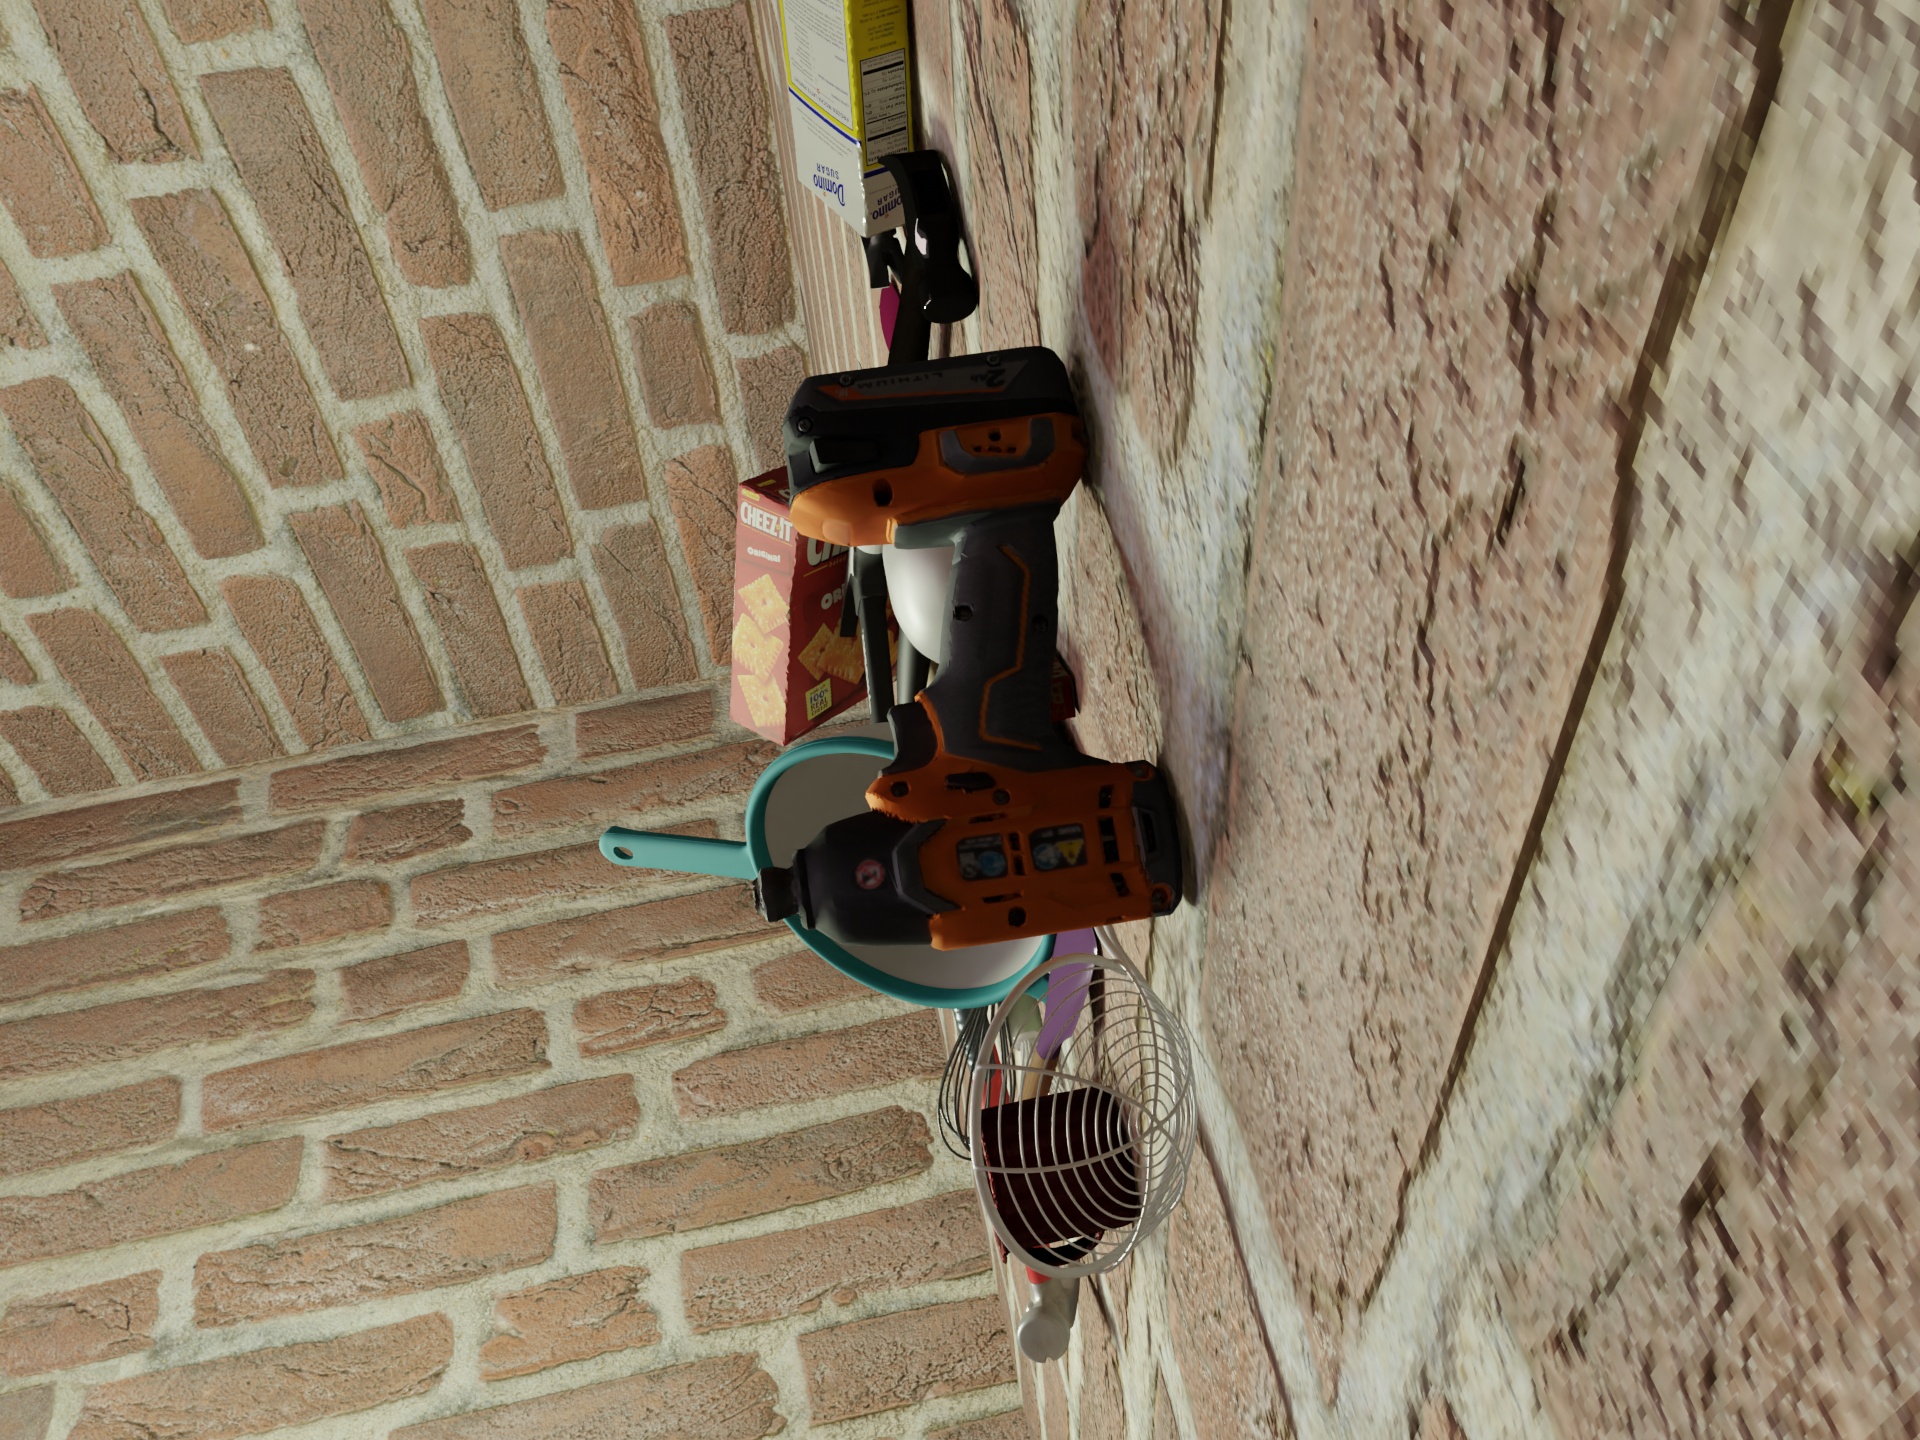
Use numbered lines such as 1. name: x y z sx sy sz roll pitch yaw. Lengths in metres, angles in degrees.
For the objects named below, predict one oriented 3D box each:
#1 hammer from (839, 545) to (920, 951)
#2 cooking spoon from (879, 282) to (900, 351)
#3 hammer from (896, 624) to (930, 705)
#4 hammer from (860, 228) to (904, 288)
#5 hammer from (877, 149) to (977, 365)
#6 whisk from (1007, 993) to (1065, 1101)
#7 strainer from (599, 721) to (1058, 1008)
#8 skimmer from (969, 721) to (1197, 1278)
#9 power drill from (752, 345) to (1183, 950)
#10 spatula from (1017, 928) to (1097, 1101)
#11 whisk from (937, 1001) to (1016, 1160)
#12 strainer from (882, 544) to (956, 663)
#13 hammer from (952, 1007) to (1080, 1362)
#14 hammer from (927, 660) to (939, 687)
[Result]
1. hammer: -0.055 0.023 1.156 0.146 0.035 0.335 108 157 -63
2. cooking spoon: -0.036 -0.251 1.213 0.319 0.017 0.068 -106 9 -49
3. hammer: -0.040 -0.016 1.266 0.128 0.033 0.330 -108 21 -60
4. hammer: -0.064 -0.445 1.026 0.336 0.034 0.127 86 172 -54
5. hammer: -0.033 -0.243 1.022 0.331 0.031 0.130 111 149 -73
6. whisk: 0.052 0.241 1.158 0.057 0.059 0.247 -52 30 31
7. strainer: -0.079 0.072 1.037 0.095 0.340 0.210 -54 -43 -46
8. skimmer: 0.034 0.089 0.755 0.127 0.090 0.364 46 -164 -30
9. power drill: -0.012 -0.023 0.631 0.084 0.164 0.226 103 158 -78
10. spatula: 0.049 0.217 0.988 0.060 0.018 0.315 -104 18 -44
11. whisk: 0.019 0.183 1.100 0.055 0.055 0.239 89 -173 -62
12. strainer: -0.004 -0.044 0.997 0.152 0.069 0.256 -113 12 -63
13. hammer: 0.024 0.270 1.201 0.143 0.038 0.386 -36 -69 -79
14. hammer: -0.033 -0.086 1.433 0.411 0.038 0.146 -106 9 -48
